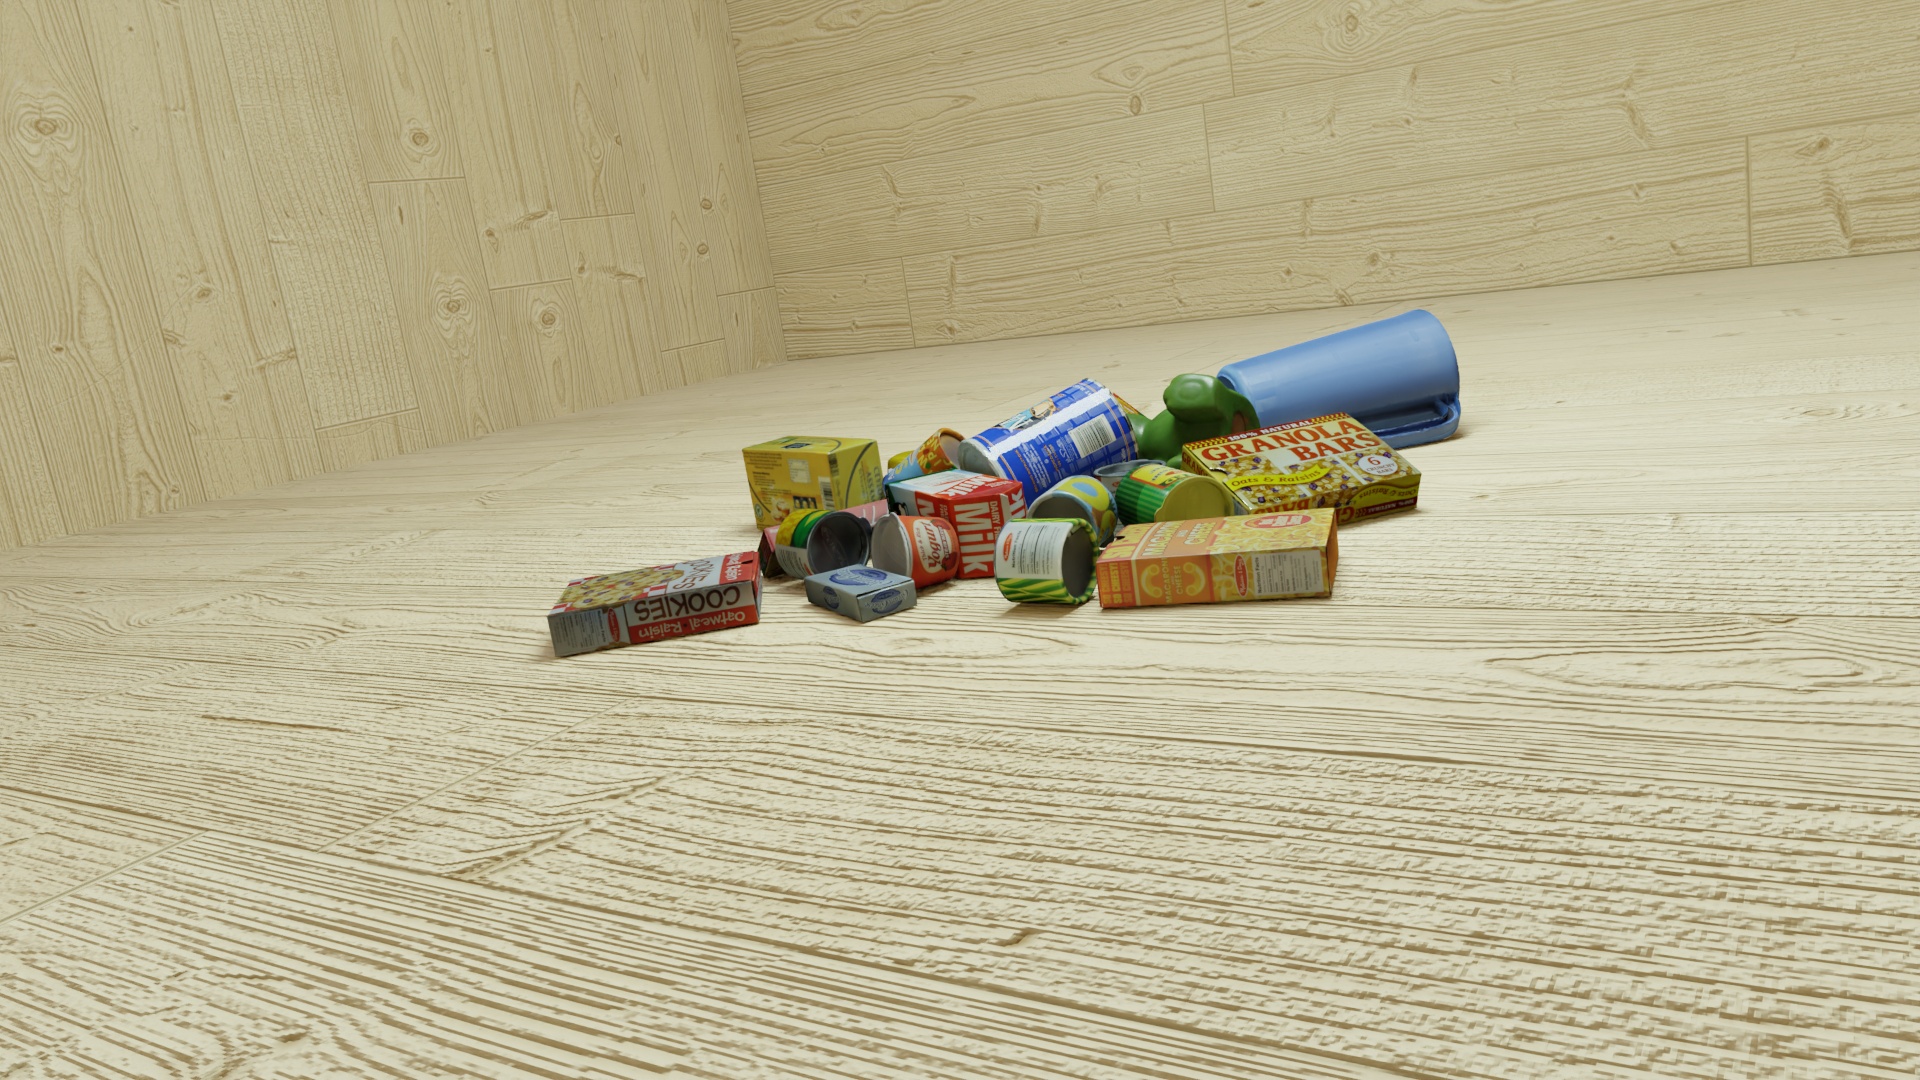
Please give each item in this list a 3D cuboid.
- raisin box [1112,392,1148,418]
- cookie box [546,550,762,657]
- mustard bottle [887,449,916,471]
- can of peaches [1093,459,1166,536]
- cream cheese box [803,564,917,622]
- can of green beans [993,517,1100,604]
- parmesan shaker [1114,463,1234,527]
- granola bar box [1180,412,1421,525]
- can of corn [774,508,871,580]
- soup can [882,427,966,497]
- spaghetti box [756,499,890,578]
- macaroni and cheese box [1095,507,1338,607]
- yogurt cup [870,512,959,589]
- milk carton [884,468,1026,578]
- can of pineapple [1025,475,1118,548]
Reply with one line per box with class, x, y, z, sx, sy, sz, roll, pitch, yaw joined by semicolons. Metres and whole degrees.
raisin box;0.186;-0.118;1.547;0.086;0.040;0.124;36;19;1
cookie box;-0.253;0.050;1.178;0.168;0.040;0.123;-10;12;-5
mustard bottle;-0.020;-0.075;1.572;0.065;0.048;0.160;-16;15;-32
can of peaches;0.159;-0.039;1.264;0.071;0.058;0.071;-9;11;2
cream cheese box;-0.083;0.041;1.139;0.053;0.024;0.104;-15;14;-28
can of green beans;0.067;0.016;1.059;0.058;0.071;0.071;0;15;34
parmesan shaker;0.177;-0.028;1.179;0.071;0.071;0.103;-12;12;-14
granola bar box;0.293;-0.057;1.206;0.166;0.038;0.124;-12;33;-15
can of corn;-0.121;0.004;1.235;0.071;0.071;0.058;-17;14;-36
soup can;-0.029;-0.067;1.406;0.083;0.071;0.071;-40;-4;28
spaghetti box;-0.074;-0.015;1.331;0.251;0.029;0.050;-15;-26;-27
macaroni and cheese box;0.196;0.012;1.049;0.166;0.040;0.124;-4;12;18
yogurt cup;-0.037;0.010;1.164;0.054;0.072;0.072;-6;9;-30
milk carton;0.004;-0.015;1.230;0.074;0.072;0.190;-14;12;-23
can of pineapple;0.097;-0.016;1.187;0.071;0.070;0.058;-3;15;25
